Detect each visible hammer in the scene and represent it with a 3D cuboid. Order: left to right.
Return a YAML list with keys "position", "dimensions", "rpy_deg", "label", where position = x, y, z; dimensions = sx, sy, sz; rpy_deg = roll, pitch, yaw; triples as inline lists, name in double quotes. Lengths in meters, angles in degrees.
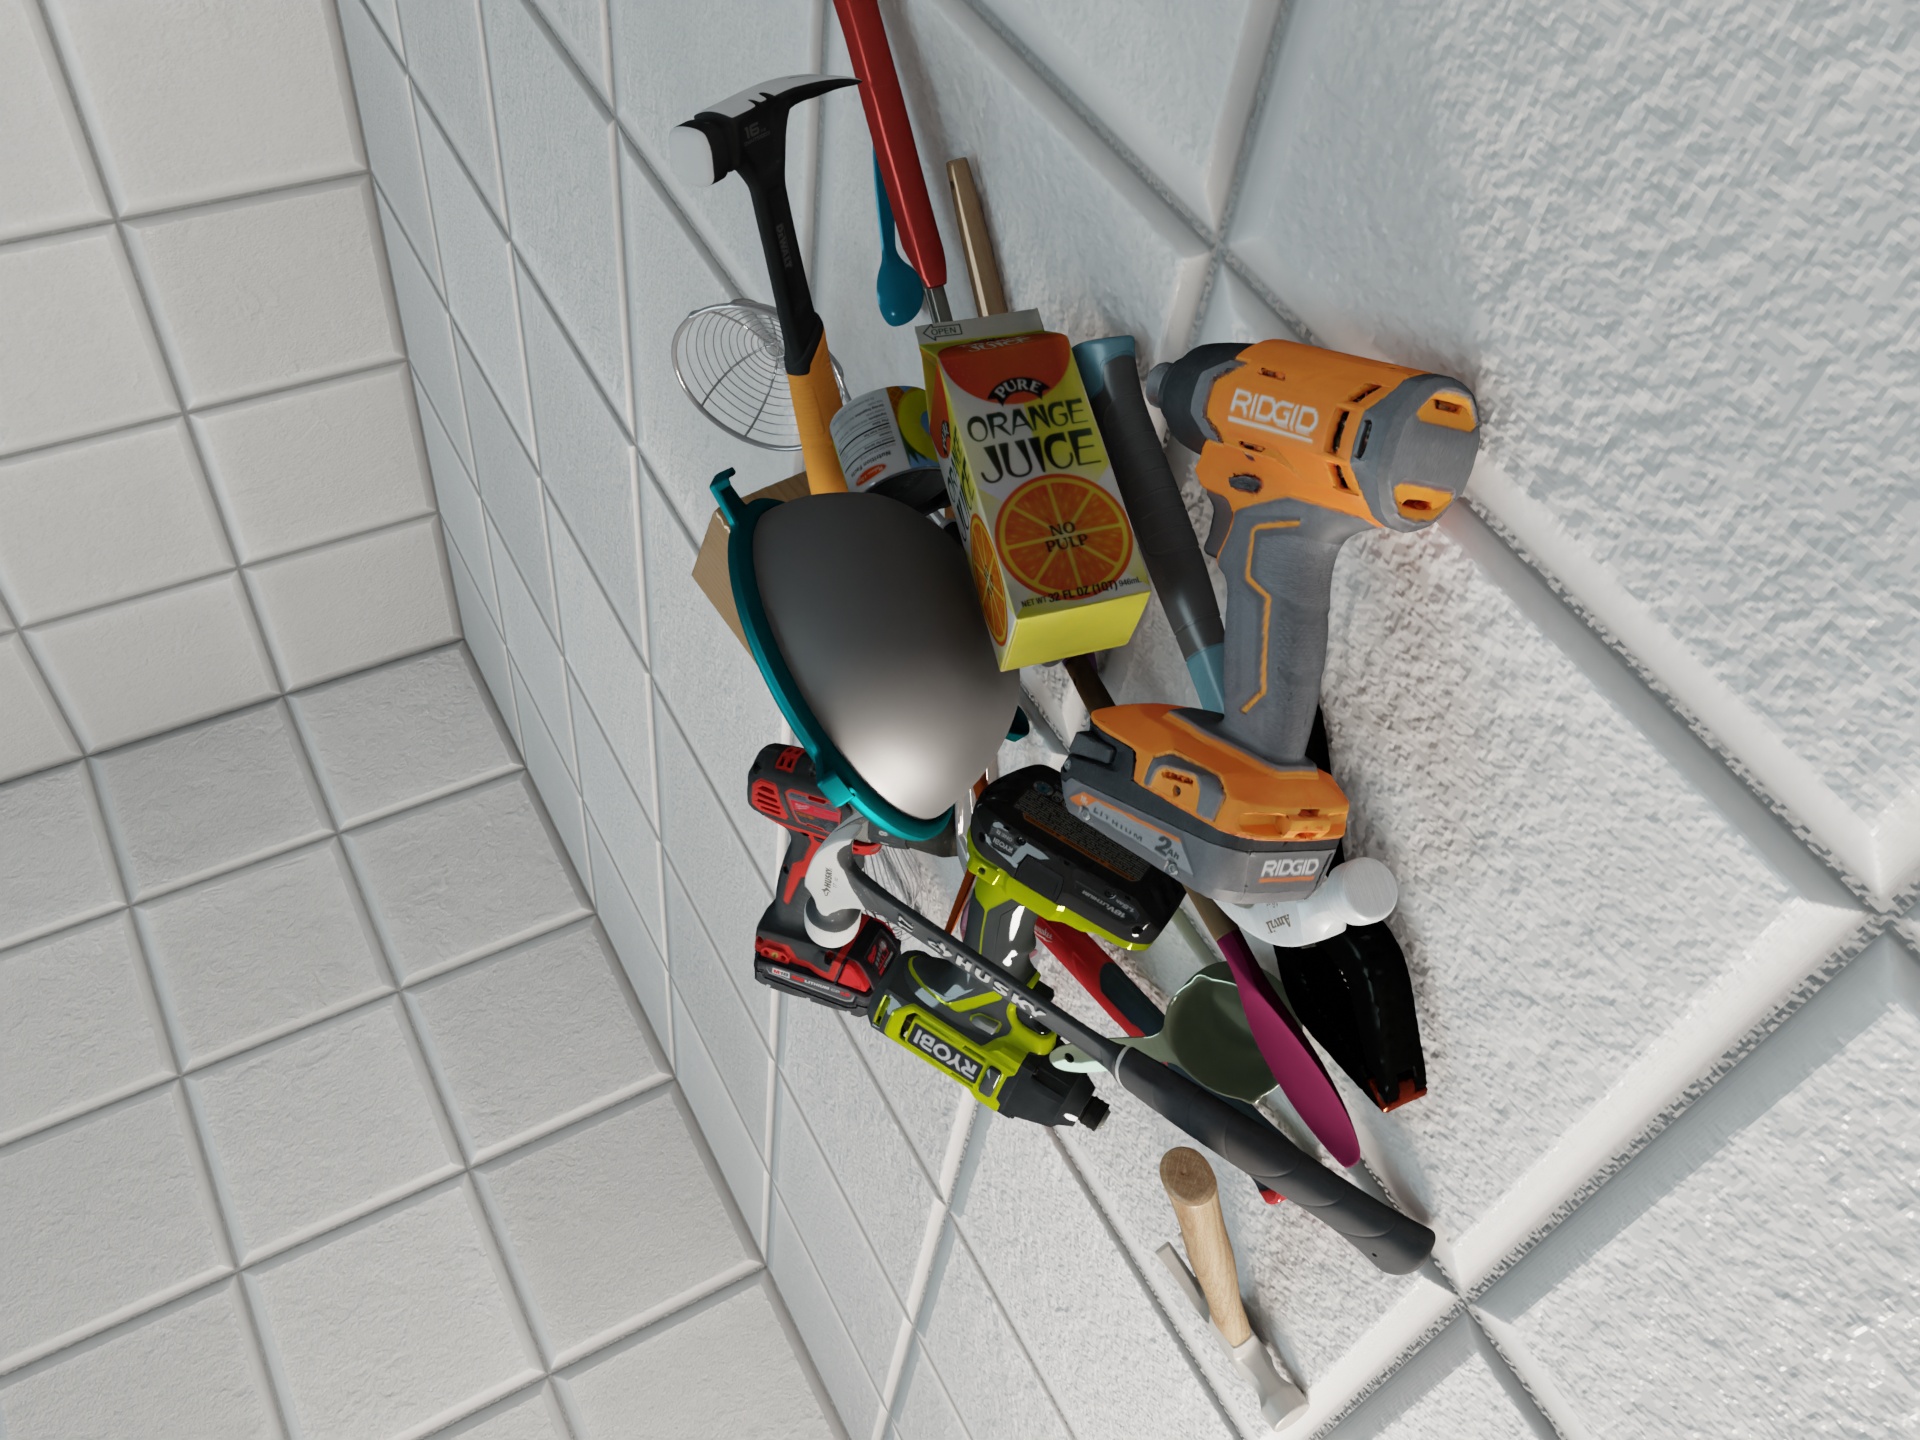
- position: [-0.085, -0.207, 0.954]
  dimensions: [0.034, 0.127, 0.336]
  rpy_deg: [19, 135, 33]
  label: "hammer"
- position: [-0.028, -0.302, 0.932]
  dimensions: [0.149, 0.036, 0.359]
  rpy_deg: [-147, 41, -81]
  label: "hammer"
- position: [0.081, 0.183, 0.904]
  dimensions: [0.409, 0.036, 0.149]
  rpy_deg: [32, 148, 14]
  label: "hammer"
- position: [0.104, 0.171, 1.067]
  dimensions: [0.387, 0.038, 0.143]
  rpy_deg: [43, 145, 47]
  label: "hammer"
- position: [0.120, -0.047, 0.798]
  dimensions: [0.128, 0.033, 0.331]
  rpy_deg: [135, 119, -65]
  label: "hammer"
- position: [0.156, 0.338, 0.982]
  dimensions: [0.130, 0.031, 0.331]
  rpy_deg: [51, 169, 37]
  label: "hammer"

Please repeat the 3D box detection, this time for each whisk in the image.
- position: [-0.091, 0.058, 1.396]
  dimensions: [0.070, 0.070, 0.284]
  rpy_deg: [-13, 93, 67]
  label: "whisk"

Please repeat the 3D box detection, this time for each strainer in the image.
- position: [-0.002, -0.038, 0.929]
  dimensions: [0.340, 0.095, 0.211]
  rpy_deg: [19, -134, -63]
  label: "strainer"

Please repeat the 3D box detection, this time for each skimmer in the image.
- position: [-0.067, -0.151, 1.051]
  dimensions: [0.364, 0.090, 0.127]
  rpy_deg: [51, 154, 28]
  label: "skimmer"

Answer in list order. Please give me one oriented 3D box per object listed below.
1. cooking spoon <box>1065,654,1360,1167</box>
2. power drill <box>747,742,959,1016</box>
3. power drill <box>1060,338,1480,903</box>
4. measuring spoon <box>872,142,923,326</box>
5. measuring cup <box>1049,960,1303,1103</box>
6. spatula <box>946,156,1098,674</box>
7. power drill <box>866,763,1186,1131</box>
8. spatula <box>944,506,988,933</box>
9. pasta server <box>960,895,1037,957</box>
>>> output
- position: [0.135, 0.096, 0.874]
  dimensions: [0.068, 0.017, 0.319]
  rpy_deg: [96, 148, -65]
  label: "cooking spoon"
- position: [-0.083, 0.132, 1.297]
  dimensions: [0.188, 0.080, 0.226]
  rpy_deg: [16, 126, 13]
  label: "power drill"
- position: [0.119, -0.052, 0.697]
  dimensions: [0.164, 0.084, 0.226]
  rpy_deg: [31, 113, 48]
  label: "power drill"
- position: [-0.038, -0.313, 0.998]
  dimensions: [0.021, 0.042, 0.128]
  rpy_deg: [4, 110, 25]
  label: "measuring spoon"
- position: [0.126, 0.185, 0.941]
  dimensions: [0.167, 0.038, 0.083]
  rpy_deg: [-18, 100, 39]
  label: "measuring cup"
- position: [0.035, -0.174, 0.953]
  dimensions: [0.060, 0.018, 0.315]
  rpy_deg: [20, 128, 63]
  label: "spatula"
- position: [0.049, 0.154, 1.006]
  dimensions: [0.171, 0.080, 0.223]
  rpy_deg: [30, 125, 12]
  label: "power drill"
- position: [-0.002, -0.003, 1.090]
  dimensions: [0.081, 0.041, 0.322]
  rpy_deg: [-51, -43, -77]
  label: "spatula"
- position: [0.040, 0.213, 1.187]
  dimensions: [0.060, 0.040, 0.315]
  rpy_deg: [48, 165, 32]
  label: "pasta server"
